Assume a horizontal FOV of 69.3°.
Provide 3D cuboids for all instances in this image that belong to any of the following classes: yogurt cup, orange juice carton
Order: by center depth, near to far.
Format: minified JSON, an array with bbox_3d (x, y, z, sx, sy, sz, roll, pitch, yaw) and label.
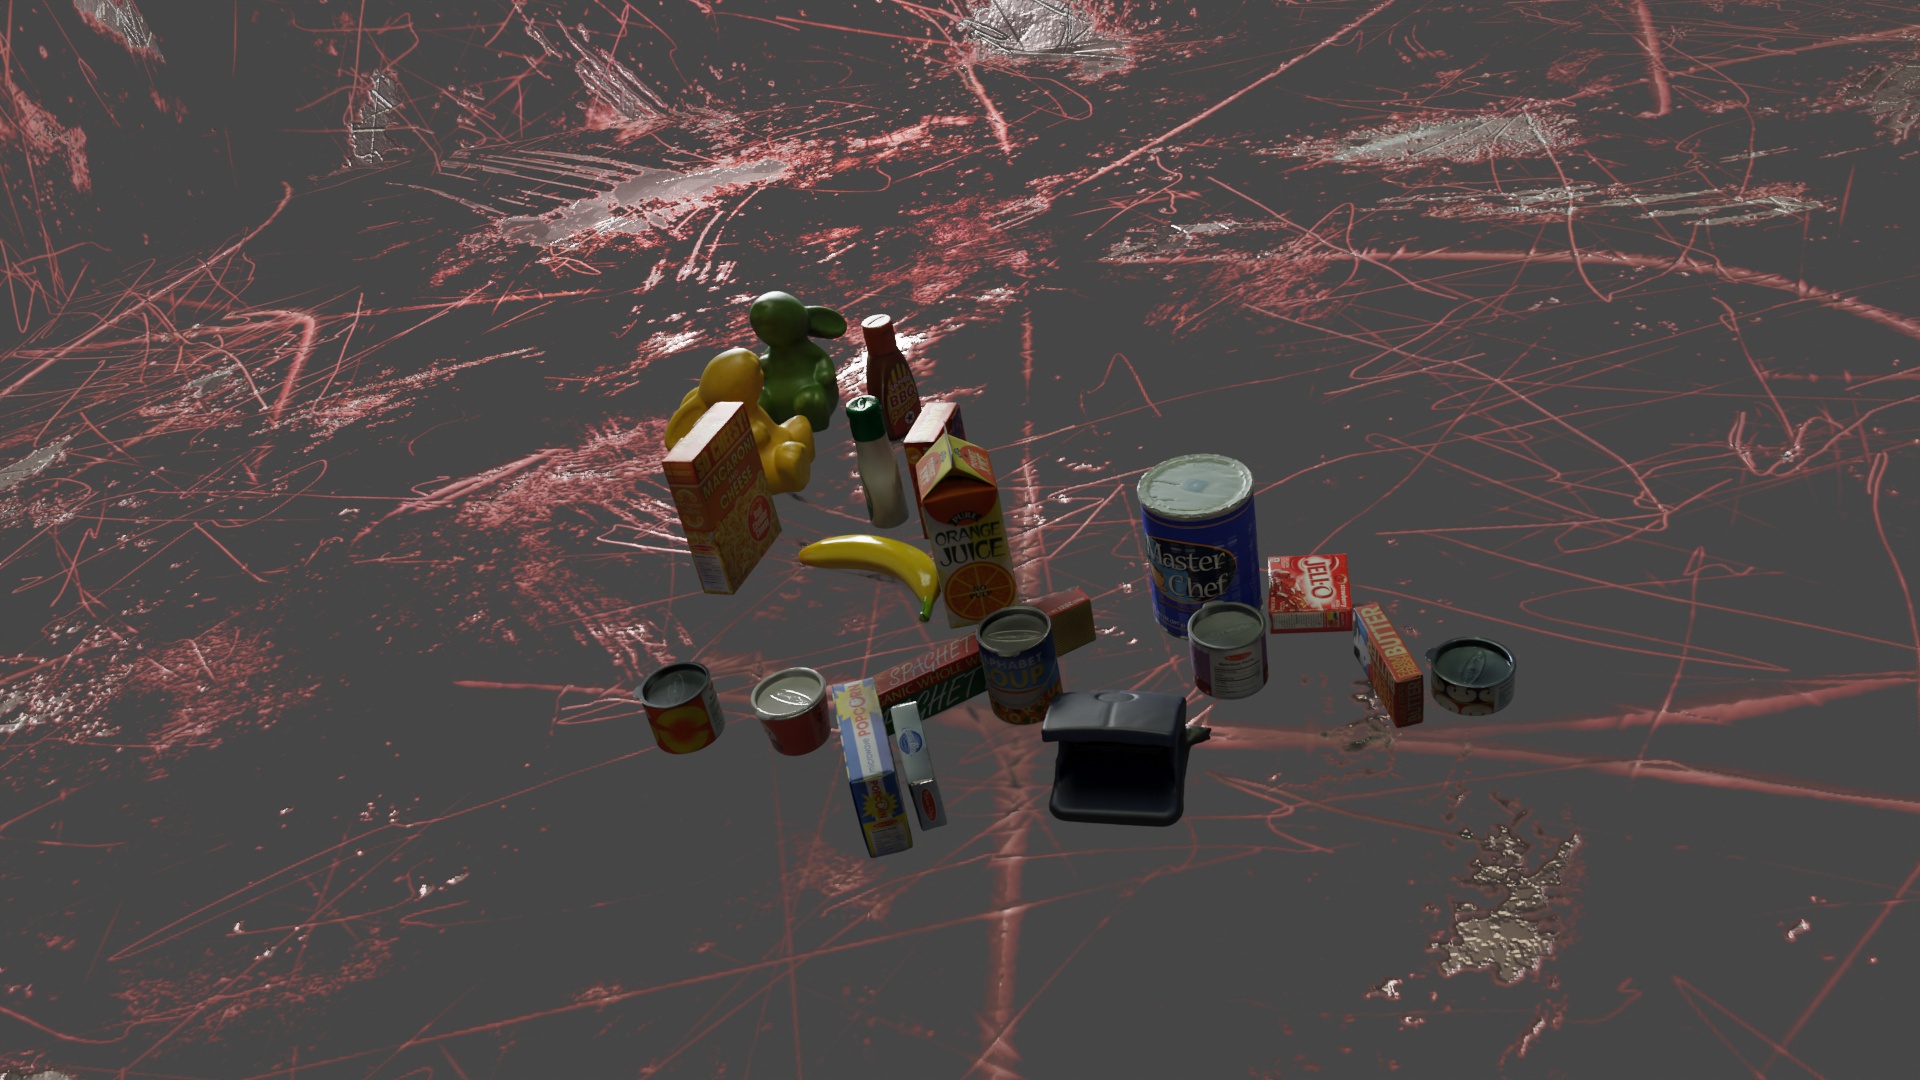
[{"bbox_3d":[-0.148,0.154,1.237,0.072,0.053,0.073,-8,33,6],"label":"yogurt cup"},{"bbox_3d":[0.005,-0.017,1.322,0.073,0.191,0.072,-12,32,1],"label":"orange juice carton"}]

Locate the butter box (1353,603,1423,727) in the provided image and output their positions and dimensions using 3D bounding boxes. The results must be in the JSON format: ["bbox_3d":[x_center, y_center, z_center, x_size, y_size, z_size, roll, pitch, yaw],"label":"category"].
[{"bbox_3d":[0.355,0.103,1.155,0.024,0.053,0.104,-12,32,1],"label":"butter box"}]

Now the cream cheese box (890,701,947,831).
[{"bbox_3d":[-0.035,0.186,1.152,0.024,0.053,0.104,-14,33,-4],"label":"cream cheese box"}]

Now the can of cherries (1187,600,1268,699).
[{"bbox_3d":[0.232,0.094,1.203,0.071,0.058,0.072,-8,33,6],"label":"can of cherries"}]

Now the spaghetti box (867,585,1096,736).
[{"bbox_3d":[0.008,0.113,1.253,0.251,0.050,0.029,-23,34,-17],"label":"spaghetti box"}]

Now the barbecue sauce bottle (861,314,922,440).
[{"bbox_3d":[-0.086,-0.197,1.669,0.044,0.147,0.065,19,44,39],"label":"barbecue sauce bottle"}]

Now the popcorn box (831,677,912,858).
[{"bbox_3d":[-0.073,0.184,1.138,0.038,0.084,0.127,-15,33,-4],"label":"popcorn box"}]

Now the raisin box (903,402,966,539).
[{"bbox_3d":[-0.020,-0.074,1.482,0.040,0.122,0.086,1,35,20],"label":"raisin box"}]

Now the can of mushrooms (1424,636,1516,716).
[{"bbox_3d":[0.418,0.111,1.141,0.071,0.033,0.071,-8,33,5],"label":"can of mushrooms"}]

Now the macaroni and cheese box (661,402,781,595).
[{"bbox_3d":[-0.251,-0.045,1.472,0.040,0.165,0.124,2,35,21],"label":"macaroni and cheese box"}]

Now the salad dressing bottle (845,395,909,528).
[{"bbox_3d":[-0.091,-0.084,1.498,0.044,0.147,0.064,-11,32,1],"label":"salad dressing bottle"}]

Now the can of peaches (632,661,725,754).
[{"bbox_3d":[-0.256,0.153,1.269,0.071,0.057,0.071,-8,33,6],"label":"can of peaches"}]

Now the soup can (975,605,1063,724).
[{"bbox_3d":[0.052,0.111,1.212,0.071,0.083,0.072,-8,33,6],"label":"soup can"}]
